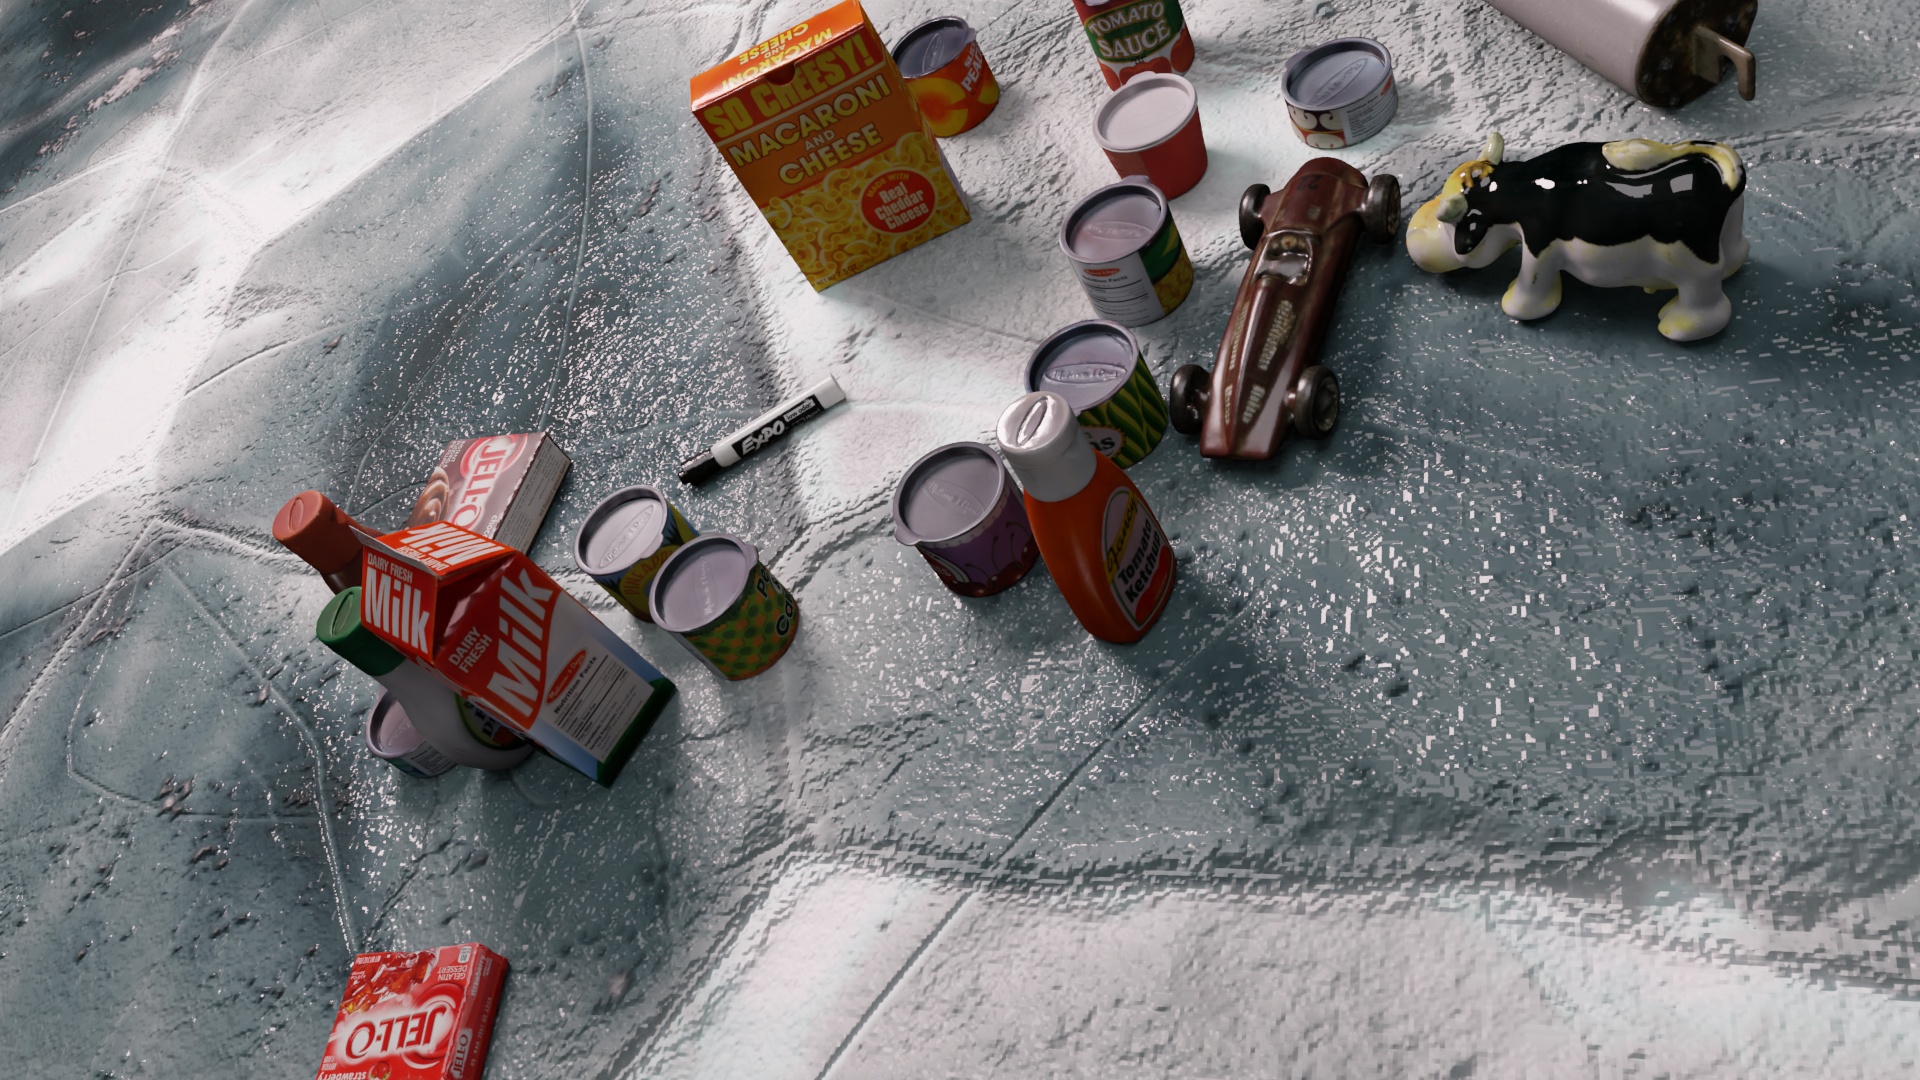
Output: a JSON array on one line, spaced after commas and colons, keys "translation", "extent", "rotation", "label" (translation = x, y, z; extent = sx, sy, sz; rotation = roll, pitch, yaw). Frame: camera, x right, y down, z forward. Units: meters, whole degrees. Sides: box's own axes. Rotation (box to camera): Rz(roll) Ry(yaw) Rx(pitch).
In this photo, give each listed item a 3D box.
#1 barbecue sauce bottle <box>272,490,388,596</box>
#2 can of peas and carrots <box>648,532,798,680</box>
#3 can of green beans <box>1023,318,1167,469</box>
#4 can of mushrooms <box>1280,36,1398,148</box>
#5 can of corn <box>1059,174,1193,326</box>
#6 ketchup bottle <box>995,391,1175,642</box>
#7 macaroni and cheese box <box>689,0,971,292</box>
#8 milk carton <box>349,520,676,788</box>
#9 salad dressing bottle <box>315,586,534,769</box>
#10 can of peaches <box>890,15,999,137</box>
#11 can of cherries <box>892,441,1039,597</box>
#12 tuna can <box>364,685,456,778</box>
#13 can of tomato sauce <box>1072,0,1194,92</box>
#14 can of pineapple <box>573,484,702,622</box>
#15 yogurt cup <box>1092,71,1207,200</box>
[{"translation": [-0.360, 0.025, 0.866], "extent": [0.043, 0.148, 0.065], "rotation": [-27, 48, 8], "label": "barbecue sauce bottle"}, {"translation": [-0.133, 0.037, 0.796], "extent": [0.071, 0.058, 0.071], "rotation": [-15, 51, 18], "label": "can of peas and carrots"}, {"translation": [0.076, -0.080, 0.774], "extent": [0.071, 0.057, 0.071], "rotation": [-15, 51, 18], "label": "can of green beans"}, {"translation": [0.232, -0.277, 0.856], "extent": [0.071, 0.033, 0.071], "rotation": [-14, 50, 18], "label": "can of mushrooms"}, {"translation": [0.101, -0.172, 0.830], "extent": [0.071, 0.058, 0.071], "rotation": [-15, 51, 18], "label": "can of corn"}, {"translation": [0.060, -0.012, 0.669], "extent": [0.043, 0.148, 0.065], "rotation": [11, 62, 34], "label": "ketchup bottle"}, {"translation": [-0.082, -0.256, 0.919], "extent": [0.123, 0.166, 0.040], "rotation": [-23, 48, 12], "label": "macaroni and cheese box"}, {"translation": [-0.248, 0.054, 0.756], "extent": [0.072, 0.190, 0.074], "rotation": [17, 66, 37], "label": "milk carton"}, {"translation": [-0.301, 0.080, 0.794], "extent": [0.044, 0.147, 0.064], "rotation": [-12, 51, 20], "label": "salad dressing bottle"}, {"translation": [-0.009, -0.339, 1.017], "extent": [0.071, 0.058, 0.071], "rotation": [-15, 51, 18], "label": "can of peaches"}, {"translation": [0.003, -0.010, 0.759], "extent": [0.071, 0.058, 0.072], "rotation": [-15, 51, 18], "label": "can of cherries"}, {"translation": [-0.334, 0.111, 0.866], "extent": [0.071, 0.032, 0.071], "rotation": [-14, 50, 18], "label": "tuna can"}, {"translation": [0.117, -0.354, 0.943], "extent": [0.071, 0.082, 0.071], "rotation": [-15, 51, 19], "label": "can of tomato sauce"}, {"translation": [-0.192, 0.010, 0.849], "extent": [0.071, 0.057, 0.071], "rotation": [-15, 51, 18], "label": "can of pineapple"}, {"translation": [0.124, -0.253, 0.882], "extent": [0.072, 0.053, 0.073], "rotation": [-15, 51, 18], "label": "yogurt cup"}]
